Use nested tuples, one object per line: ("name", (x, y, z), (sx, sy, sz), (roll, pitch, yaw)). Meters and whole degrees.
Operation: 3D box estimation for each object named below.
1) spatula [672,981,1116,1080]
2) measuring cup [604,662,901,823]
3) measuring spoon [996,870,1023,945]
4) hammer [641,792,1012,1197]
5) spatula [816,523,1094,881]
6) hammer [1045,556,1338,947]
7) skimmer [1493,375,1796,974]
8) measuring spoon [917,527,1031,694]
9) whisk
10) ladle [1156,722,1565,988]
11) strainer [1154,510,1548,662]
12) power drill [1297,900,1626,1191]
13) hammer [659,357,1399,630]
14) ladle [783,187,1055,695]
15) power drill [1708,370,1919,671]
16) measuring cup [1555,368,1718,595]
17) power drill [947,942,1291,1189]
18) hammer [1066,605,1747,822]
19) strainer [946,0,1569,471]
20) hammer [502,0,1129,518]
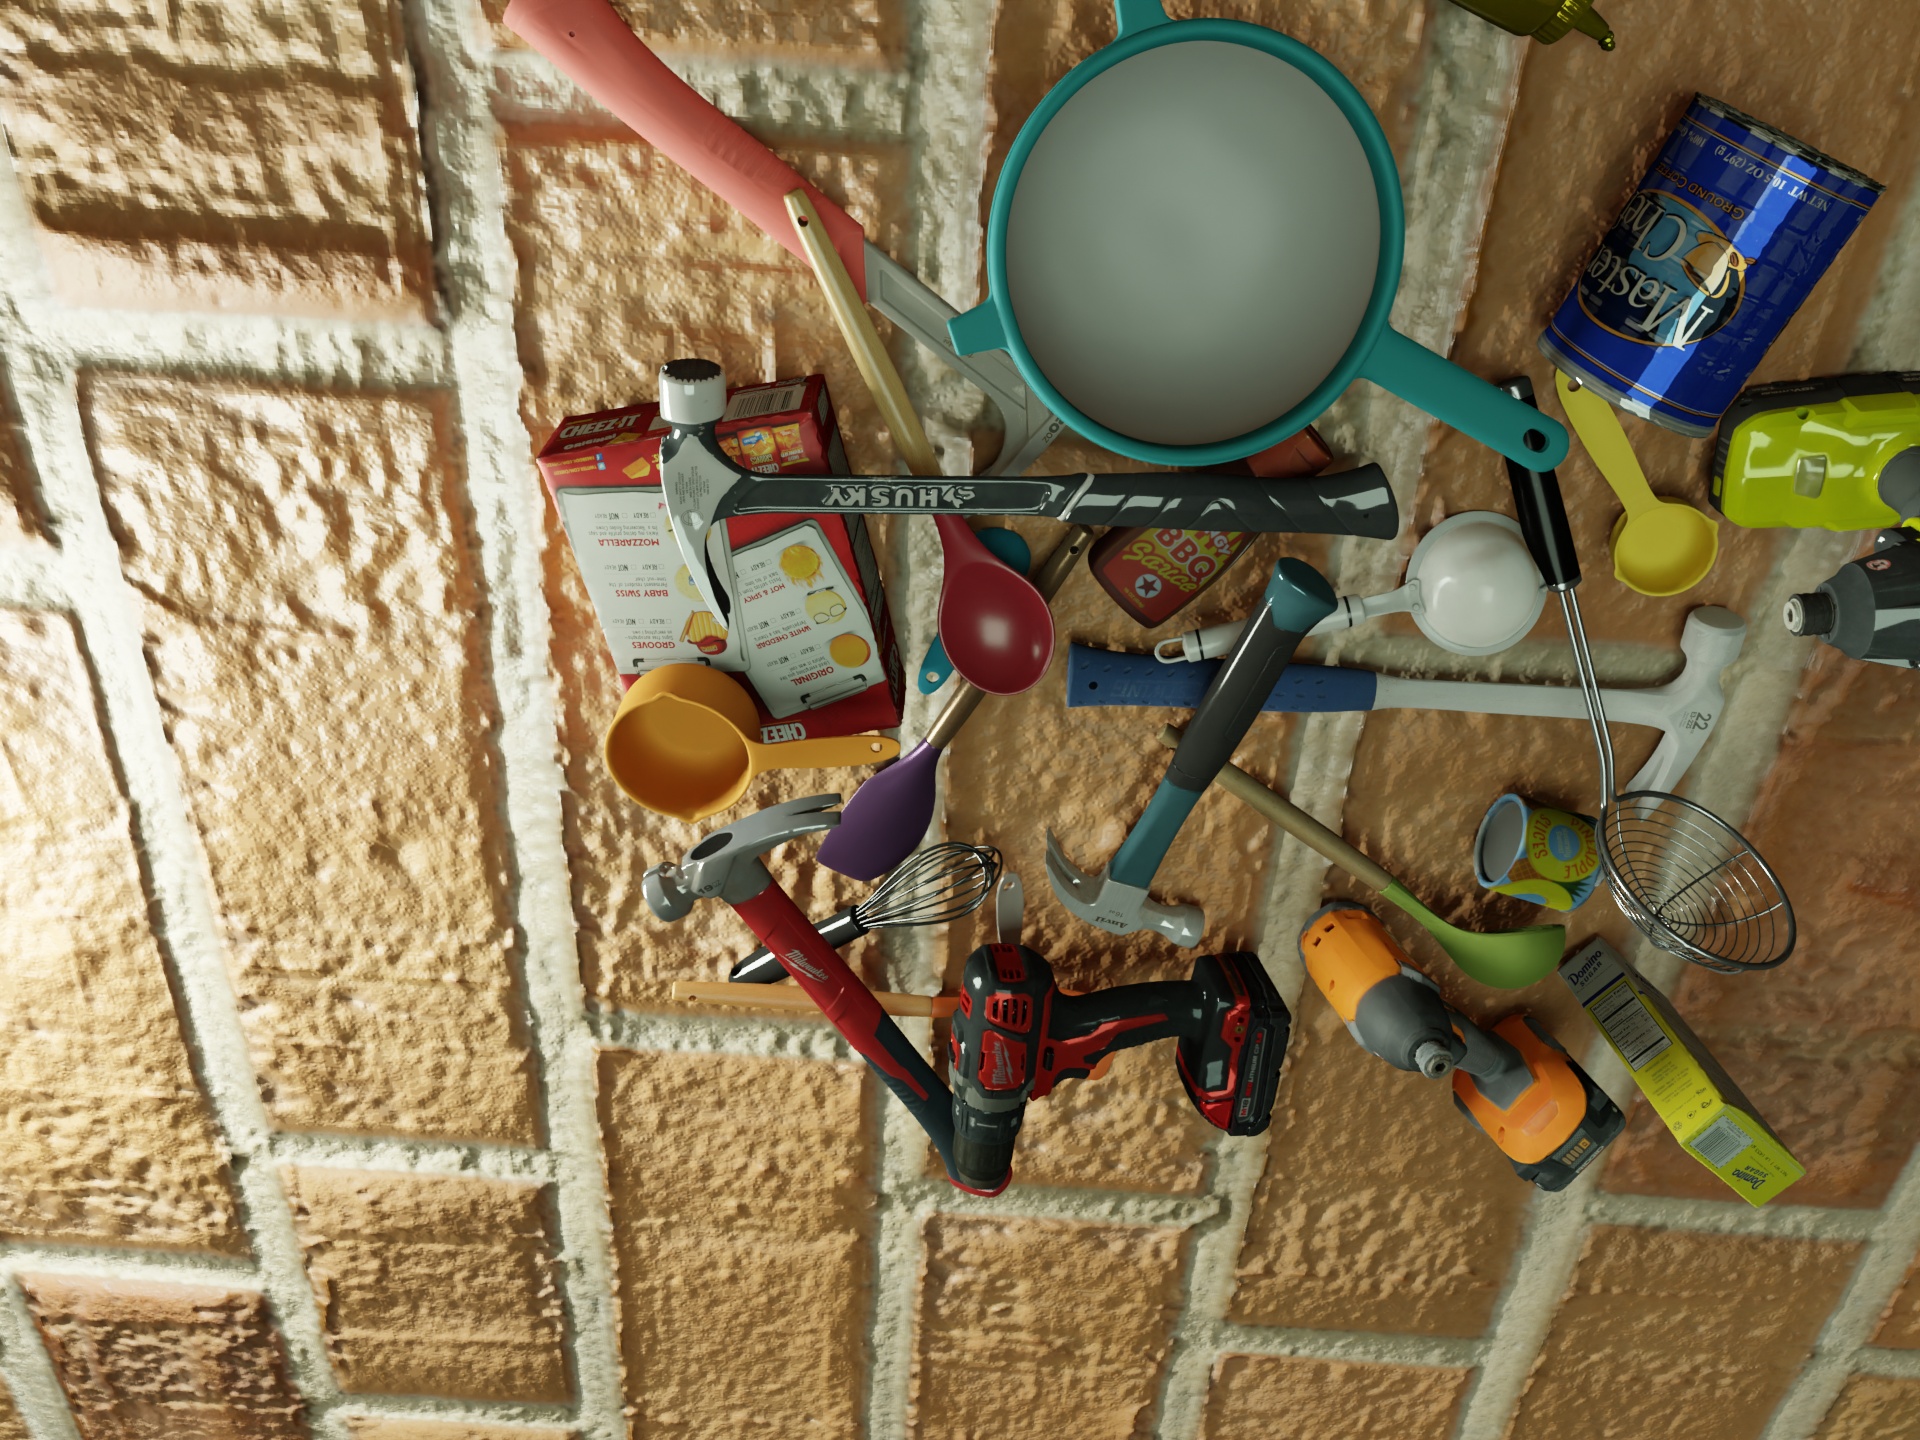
("spatula", (-0.045, 0.210, 1.144), (0.322, 0.041, 0.081), (6, 124, -11))
("measuring cup", (-0.121, 0.007, 0.943), (0.173, 0.052, 0.095), (-3, 125, 3))
("measuring spoon", (0.031, 0.141, 1.108), (0.034, 0.018, 0.124), (-22, 139, -18))
("hammer", (-0.051, 0.208, 1.105), (0.143, 0.038, 0.385), (-25, 123, 15))
("spatula", (-0.002, -0.003, 1.031), (0.059, 0.018, 0.315), (25, 122, -16))
("hammer", (0.149, 0.028, 0.998), (0.128, 0.033, 0.330), (15, 134, -8))
("skimmer", (0.389, -0.027, 0.911), (0.090, 0.127, 0.363), (-7, 108, 46))
("measuring spoon", (0.003, -0.062, 0.990), (0.042, 0.021, 0.128), (23, 120, -11))
("whisk", (-0.071, 0.143, 1.112), (0.239, 0.055, 0.055), (-28, 117, 24))
("ladle", (0.268, 0.084, 1.061), (0.320, 0.062, 0.078), (34, 163, -9))
("strainer", (0.244, -0.066, 0.951), (0.258, 0.050, 0.087), (-12, 96, 7))
("power drill", (0.341, 0.226, 1.075), (0.226, 0.164, 0.084), (35, 102, -21))
("hammer", (0.043, -0.118, 0.876), (0.409, 0.036, 0.149), (1, 123, -5))
("ladle", (-0.025, -0.149, 0.894), (0.069, 0.031, 0.315), (-20, 118, 12))
("power drill", (0.484, -0.101, 0.820), (0.171, 0.223, 0.080), (-4, 122, 5))
("measuring cup", (0.384, -0.143, 0.923), (0.062, 0.029, 0.156), (-30, 105, 20))
("power drill", (0.101, 0.245, 1.112), (0.226, 0.080, 0.187), (1, 115, -11))
("hammer", (0.270, -0.012, 1.001), (0.405, 0.035, 0.144), (3, 123, 1))
("strainer", (0.167, -0.219, 0.836), (0.340, 0.095, 0.211), (23, 103, -17))
("hammer", (-0.088, -0.261, 0.860), (0.358, 0.037, 0.149), (34, 118, -18))
